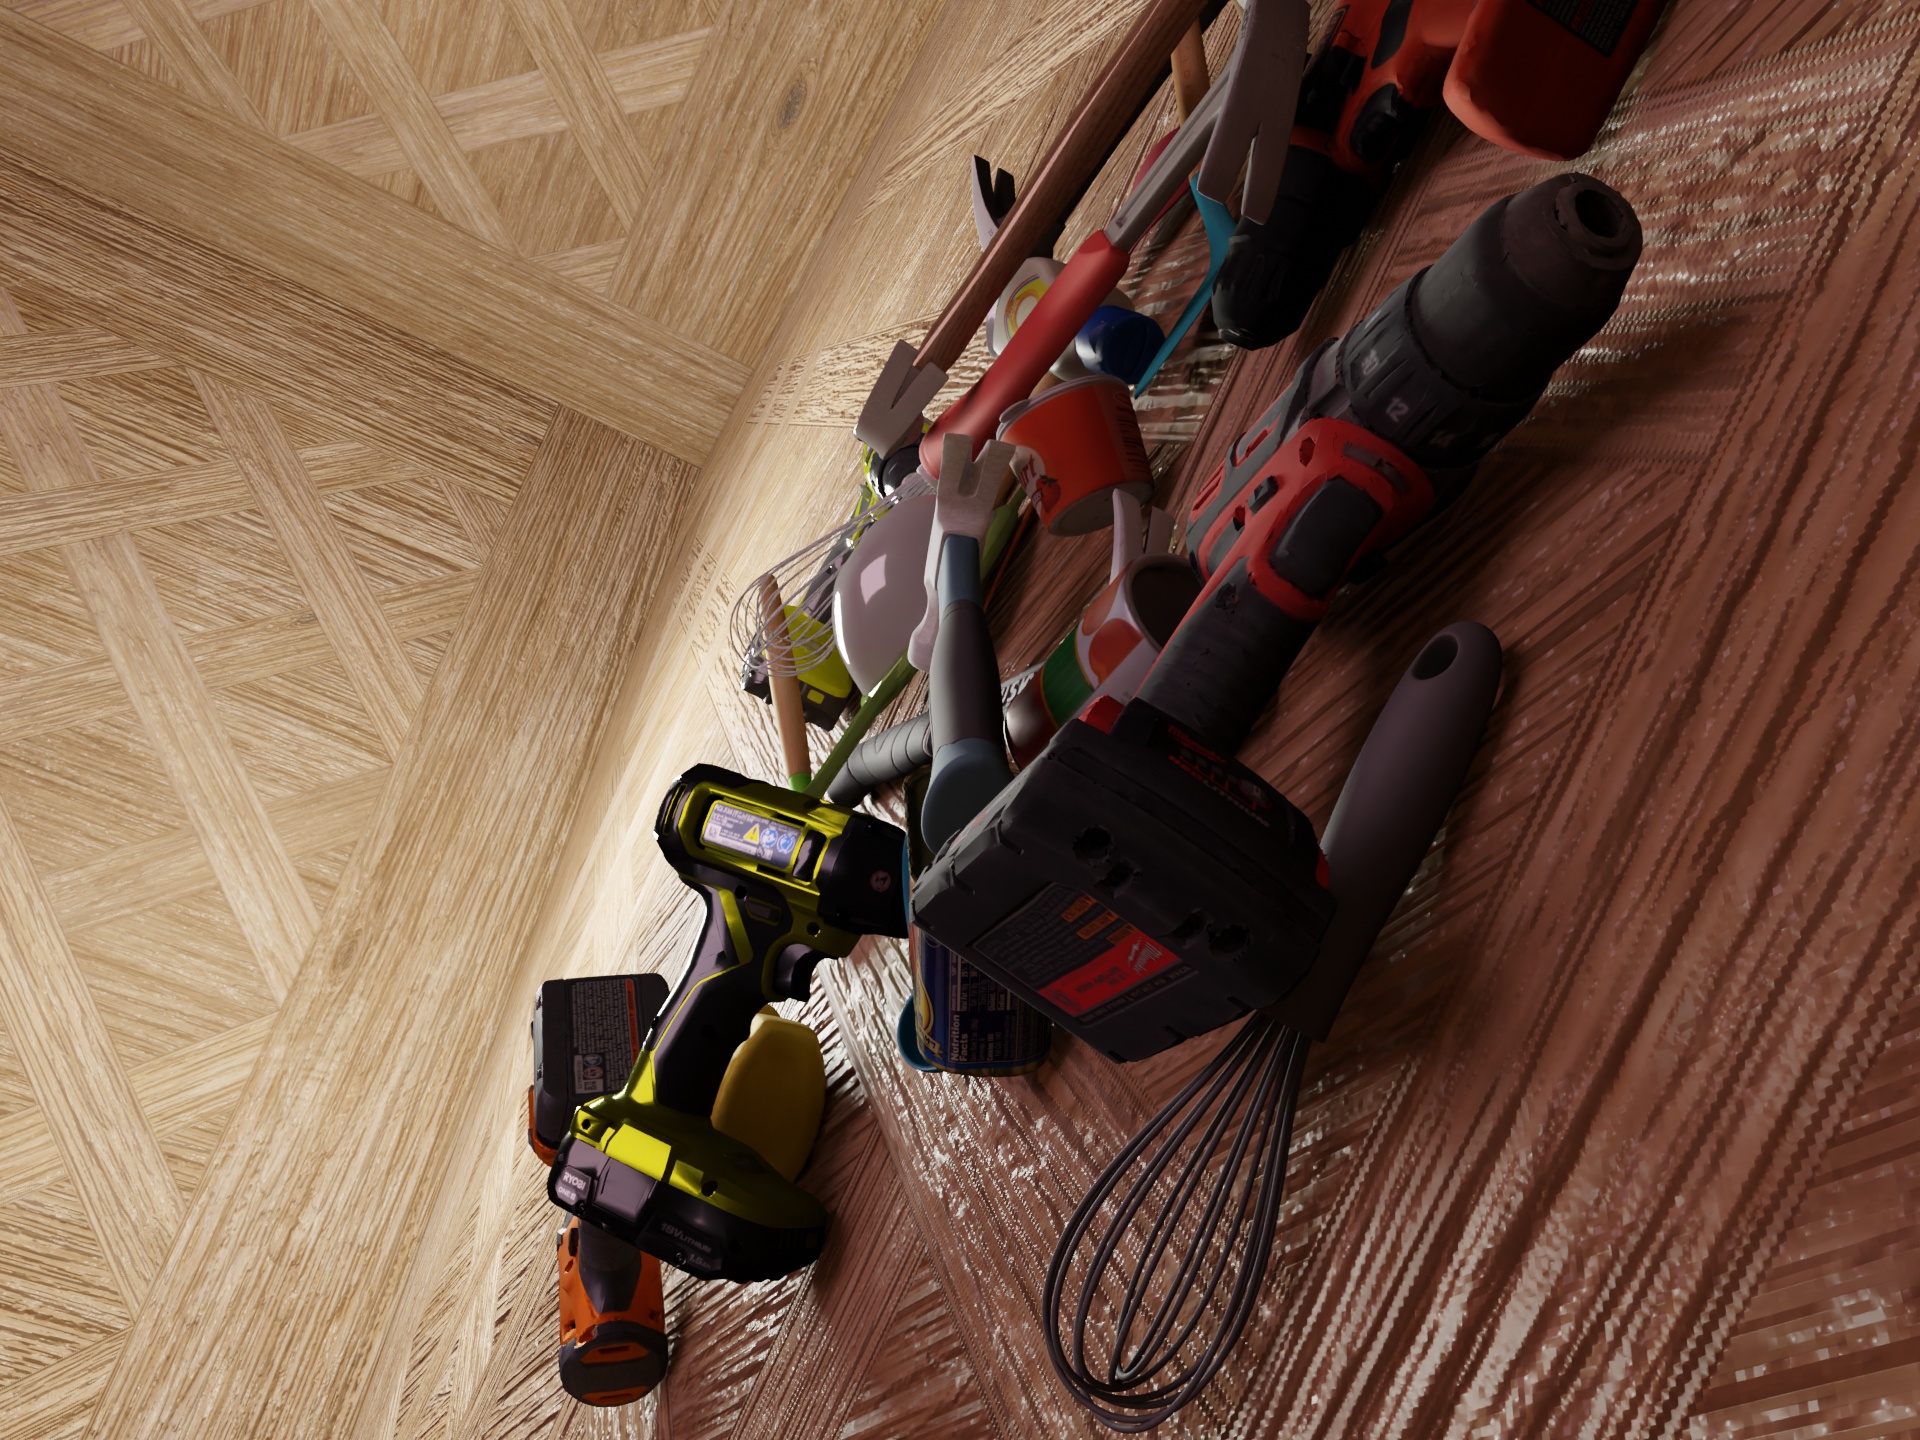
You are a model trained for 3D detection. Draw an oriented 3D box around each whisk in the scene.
[{"bbox_3d":[-0.037,-0.134,1.015,0.284,0.070,0.070,-44,19,6],"label":"whisk"},{"bbox_3d":[0.088,0.080,0.431,0.239,0.055,0.055,-63,16,-3],"label":"whisk"}]

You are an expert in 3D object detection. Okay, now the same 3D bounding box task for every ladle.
[{"bbox_3d":[0.065,-0.219,0.955,0.315,0.031,0.069,-60,15,29],"label":"ladle"}]

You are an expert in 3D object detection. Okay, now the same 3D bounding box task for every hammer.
[{"bbox_3d":[0.119,-0.400,0.937,0.334,0.035,0.146,-49,45,30],"label":"hammer"},{"bbox_3d":[0.046,-0.277,0.829,0.331,0.031,0.130,-54,5,12],"label":"hammer"},{"bbox_3d":[-0.001,-0.003,0.848,0.409,0.036,0.149,-25,43,67],"label":"hammer"},{"bbox_3d":[0.056,-0.200,0.765,0.359,0.036,0.149,138,150,-60],"label":"hammer"},{"bbox_3d":[0.001,-0.030,0.644,0.331,0.033,0.128,-93,12,-68],"label":"hammer"}]

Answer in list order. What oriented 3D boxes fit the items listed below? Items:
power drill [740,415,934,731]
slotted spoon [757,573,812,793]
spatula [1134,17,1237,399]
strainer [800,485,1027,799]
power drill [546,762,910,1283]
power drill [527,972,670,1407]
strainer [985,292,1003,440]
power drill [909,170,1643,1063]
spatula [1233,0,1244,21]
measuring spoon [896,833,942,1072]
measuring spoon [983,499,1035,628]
[{"bbox_3d":[-0.074,-0.113,1.153,0.228,0.080,0.191,-60,13,14],"label":"power drill"},{"bbox_3d":[-0.106,0.017,1.029,0.070,0.031,0.314,111,153,-45],"label":"slotted spoon"},{"bbox_3d":[0.115,-0.300,0.818,0.082,0.044,0.318,128,148,-52],"label":"spatula"},{"bbox_3d":[-0.057,-0.046,0.911,0.151,0.069,0.256,-45,10,51],"label":"strainer"},{"bbox_3d":[-0.097,0.146,0.772,0.080,0.171,0.223,32,-105,-61],"label":"power drill"},{"bbox_3d":[-0.207,0.261,0.931,0.164,0.084,0.226,-116,28,-58],"label":"power drill"},{"bbox_3d":[0.025,-0.215,1.053,0.087,0.050,0.258,8,81,68],"label":"strainer"},{"bbox_3d":[0.090,-0.031,0.435,0.227,0.080,0.188,-57,3,-28],"label":"power drill"},{"bbox_3d":[0.147,-0.401,0.839,0.059,0.018,0.316,-40,41,34],"label":"spatula"},{"bbox_3d":[-0.009,0.099,0.711,0.042,0.021,0.129,-28,47,24],"label":"measuring spoon"},{"bbox_3d":[0.030,-0.092,0.921,0.021,0.011,0.117,136,158,-78],"label":"measuring spoon"}]
